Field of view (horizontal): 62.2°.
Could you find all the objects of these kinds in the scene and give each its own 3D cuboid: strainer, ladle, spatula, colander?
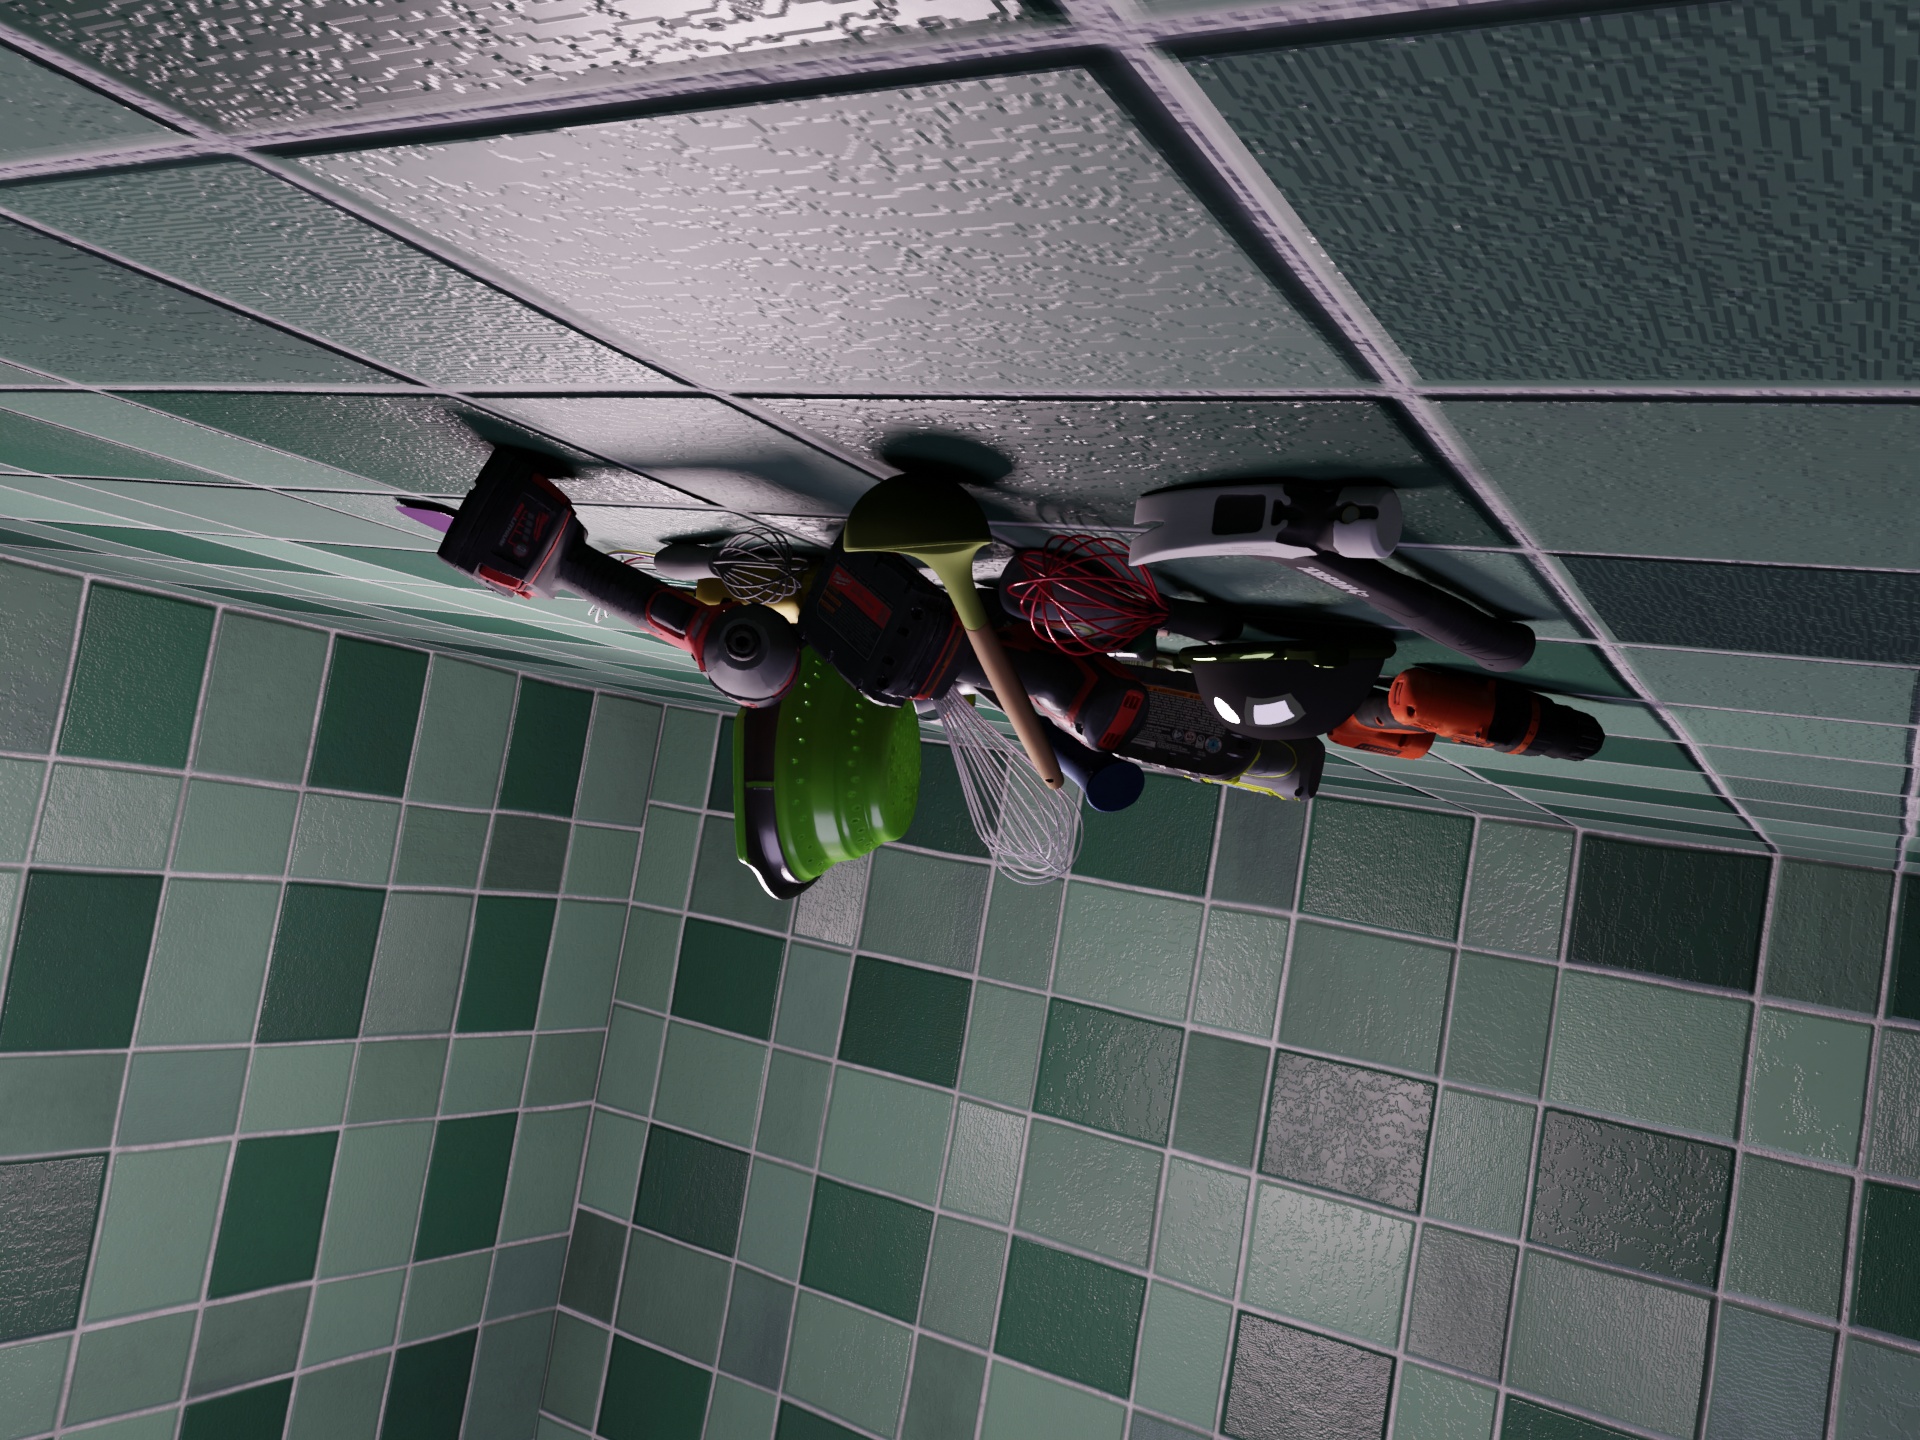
[{"bbox_3d":[0.228,-0.019,1.070,0.151,0.069,0.256,-1,-178,3],"label":"strainer"},{"bbox_3d":[0.014,-0.033,0.929,0.078,0.062,0.319,-1,148,20],"label":"ladle"},{"bbox_3d":[-0.387,-0.145,1.383,0.060,0.018,0.315,9,175,16],"label":"spatula"},{"bbox_3d":[-0.067,0.019,1.245,0.094,0.204,0.397,2,-171,12],"label":"colander"}]

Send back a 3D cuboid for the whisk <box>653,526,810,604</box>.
[{"bbox_3d":[-0.175,-0.112,1.152,0.055,0.055,0.239,12,180,-31],"label":"whisk"}]

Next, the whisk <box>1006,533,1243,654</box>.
[{"bbox_3d":[0.116,-0.070,0.996,0.073,0.073,0.295,7,-178,31],"label":"whisk"}]

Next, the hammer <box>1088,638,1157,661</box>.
[{"bbox_3d":[0.002,-0.062,1.359,0.149,0.036,0.409,-12,-171,-43],"label":"hammer"}]

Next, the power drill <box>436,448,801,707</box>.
[{"bbox_3d":[-0.202,-0.078,0.991,0.219,0.078,0.143,28,176,-2],"label":"power drill"}]

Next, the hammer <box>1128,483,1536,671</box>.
[{"bbox_3d":[0.227,-0.070,0.860,0.146,0.035,0.334,5,175,40],"label":"hammer"}]

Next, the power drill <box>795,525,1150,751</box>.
[{"bbox_3d":[0.002,-0.059,1.076,0.226,0.080,0.188,15,-161,-42],"label":"power drill"}]

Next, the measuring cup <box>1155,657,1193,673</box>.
[{"bbox_3d":[0.226,-0.041,1.318,0.167,0.038,0.083,19,172,-35],"label":"measuring cup"}]

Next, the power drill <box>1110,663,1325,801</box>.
[{"bbox_3d":[0.195,0.014,1.352,0.191,0.080,0.228,12,176,24],"label":"power drill"}]

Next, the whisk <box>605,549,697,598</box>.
[{"bbox_3d":[-0.184,-0.105,1.313,0.245,0.047,0.051,6,175,-1],"label":"whisk"}]

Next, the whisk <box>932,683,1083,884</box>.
[{"bbox_3d":[-0.001,-0.004,1.136,0.070,0.070,0.285,16,-143,-58],"label":"whisk"}]

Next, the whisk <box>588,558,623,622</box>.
[{"bbox_3d":[-0.313,-0.115,1.454,0.057,0.059,0.246,22,179,-7],"label":"whisk"}]

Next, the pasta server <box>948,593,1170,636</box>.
[{"bbox_3d":[0.005,-0.081,1.231,0.316,0.040,0.060,7,-163,15],"label":"pasta server"}]

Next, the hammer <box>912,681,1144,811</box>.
[{"bbox_3d":[0.064,0.000,1.262,0.144,0.035,0.406,-16,-164,-10],"label":"hammer"}]

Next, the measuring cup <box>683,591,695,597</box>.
[{"bbox_3d":[-0.233,-0.114,1.495,0.062,0.029,0.156,12,164,-29],"label":"measuring cup"}]
